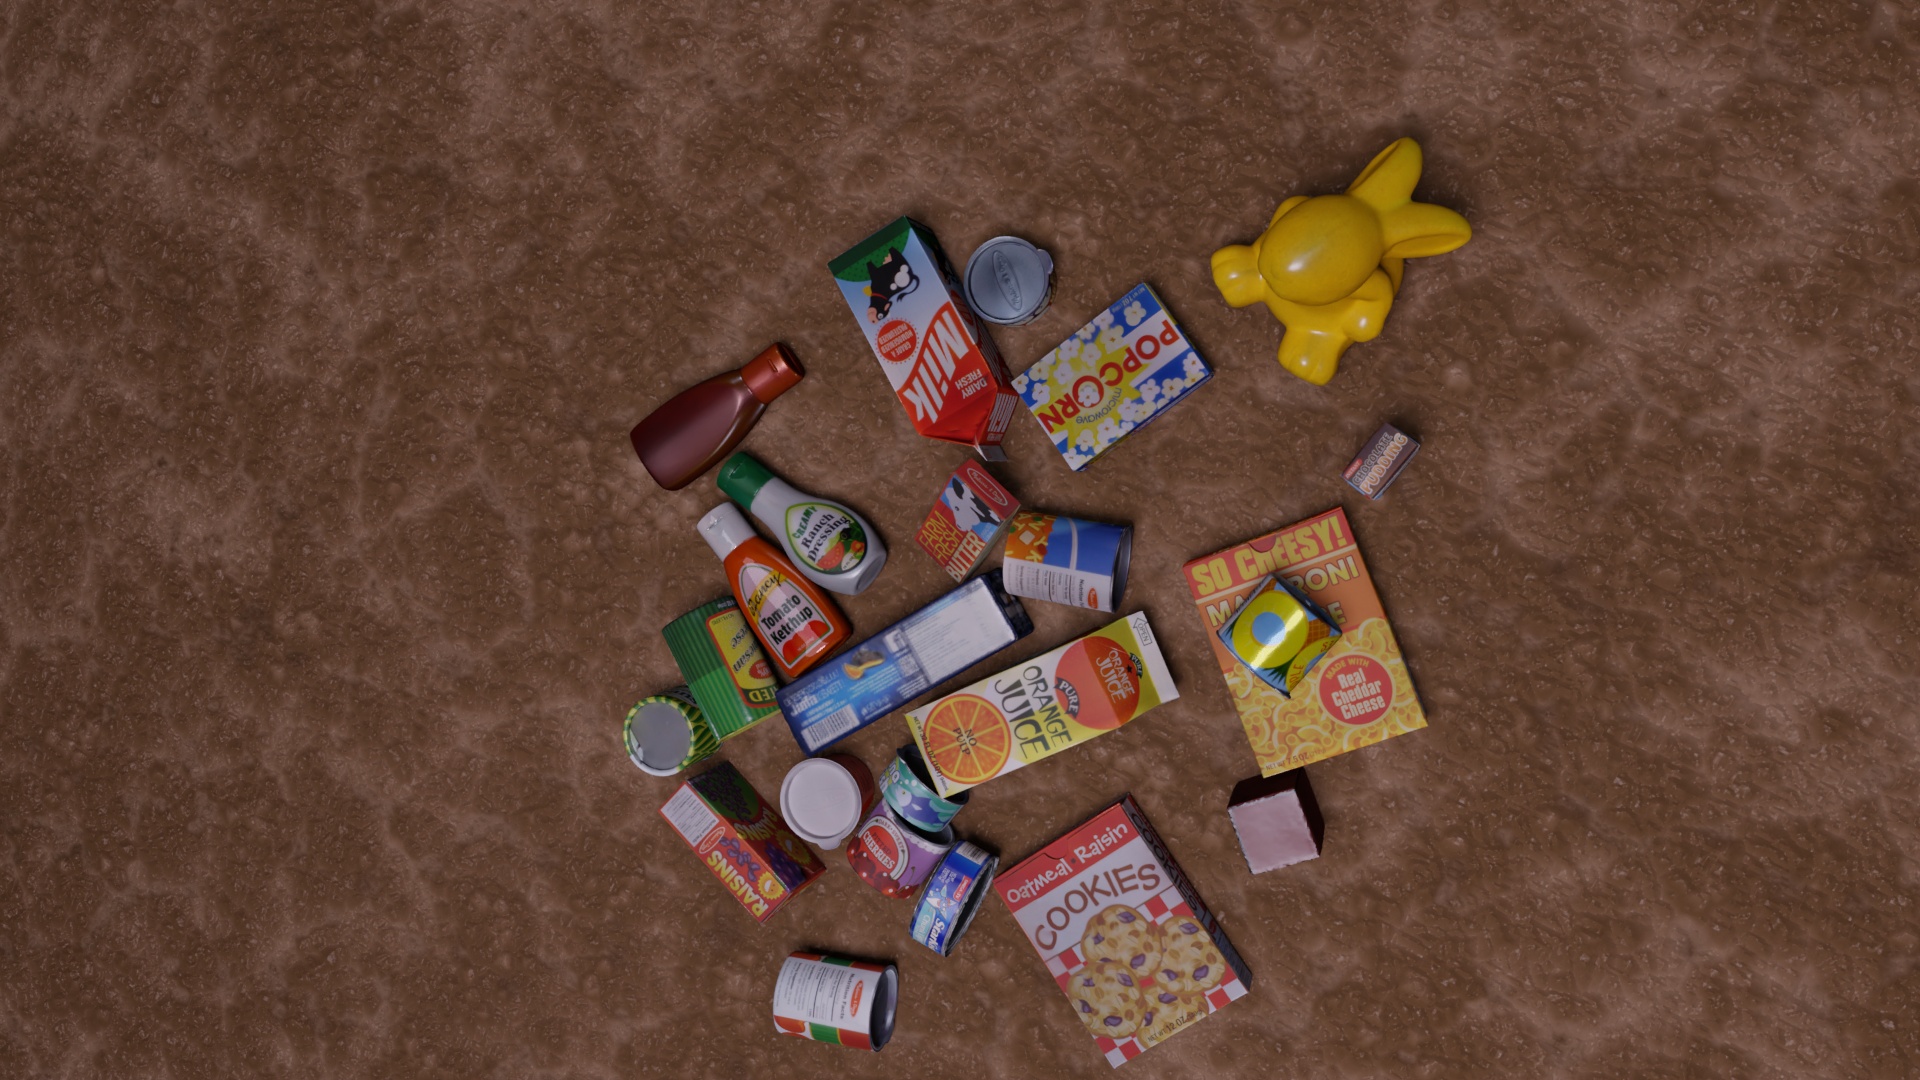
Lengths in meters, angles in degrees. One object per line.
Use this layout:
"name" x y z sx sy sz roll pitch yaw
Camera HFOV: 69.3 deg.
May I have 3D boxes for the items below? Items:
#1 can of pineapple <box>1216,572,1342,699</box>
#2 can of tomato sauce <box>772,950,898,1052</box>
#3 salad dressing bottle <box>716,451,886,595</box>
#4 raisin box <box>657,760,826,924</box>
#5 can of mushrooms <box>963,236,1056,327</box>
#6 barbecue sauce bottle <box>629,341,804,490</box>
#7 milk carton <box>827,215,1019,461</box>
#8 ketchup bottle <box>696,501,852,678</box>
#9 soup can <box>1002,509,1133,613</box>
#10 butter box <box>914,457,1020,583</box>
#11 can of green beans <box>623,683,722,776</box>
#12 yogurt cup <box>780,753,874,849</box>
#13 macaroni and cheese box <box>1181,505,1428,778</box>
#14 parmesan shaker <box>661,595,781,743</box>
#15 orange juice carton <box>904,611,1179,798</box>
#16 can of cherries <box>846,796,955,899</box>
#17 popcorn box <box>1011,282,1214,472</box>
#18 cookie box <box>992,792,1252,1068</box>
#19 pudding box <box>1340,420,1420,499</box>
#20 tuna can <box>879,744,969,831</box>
"can of pineapple" 0.222 0.065 0.960 0.071 0.071 0.057 41 103 10
"can of tomato sauce" -0.099 0.369 1.115 0.083 0.071 0.071 4 95 16
"salad dressing bottle" -0.129 -0.016 1.109 0.148 0.044 0.064 36 80 13
"raisin box" -0.174 0.240 1.117 0.123 0.086 0.040 45 99 9
"can of mushrooms" 0.041 -0.197 1.058 0.071 0.033 0.071 1 93 16
"barbecue sauce bottle" -0.195 -0.104 1.125 0.148 0.044 0.065 -34 84 15
"milk carton" -0.017 -0.143 1.057 0.073 0.072 0.190 -29 85 15
"ketchup bottle" -0.155 0.036 1.122 0.064 0.043 0.149 -40 82 9
"soup can" 0.082 0.013 1.043 0.084 0.071 0.071 10 96 16
"butter box" 0.004 -0.013 1.053 0.053 0.024 0.103 44 145 8
"can of green beans" -0.235 0.156 1.144 0.071 0.058 0.071 1 94 16
"yogurt cup" -0.103 0.203 1.111 0.072 0.054 0.072 1 94 16
"macaroni and cheese box" 0.249 0.073 1.009 0.123 0.040 0.166 -22 87 16
"parmesan shaker" -0.191 0.104 1.121 0.071 0.071 0.103 -29 85 16
"orange juice carton" 0.064 0.122 1.049 0.192 0.073 0.072 -25 86 16
"can of cherries" -0.049 0.238 1.089 0.071 0.071 0.058 39 103 10
"popcorn box" 0.114 -0.121 1.038 0.126 0.038 0.085 -36 84 15
"cookie box" 0.122 0.296 1.059 0.122 0.040 0.167 -36 83 15
"pudding box" 0.293 -0.055 0.968 0.030 0.084 0.049 40 104 13
"tuna can" -0.031 0.192 1.082 0.071 0.071 0.032 41 104 10
